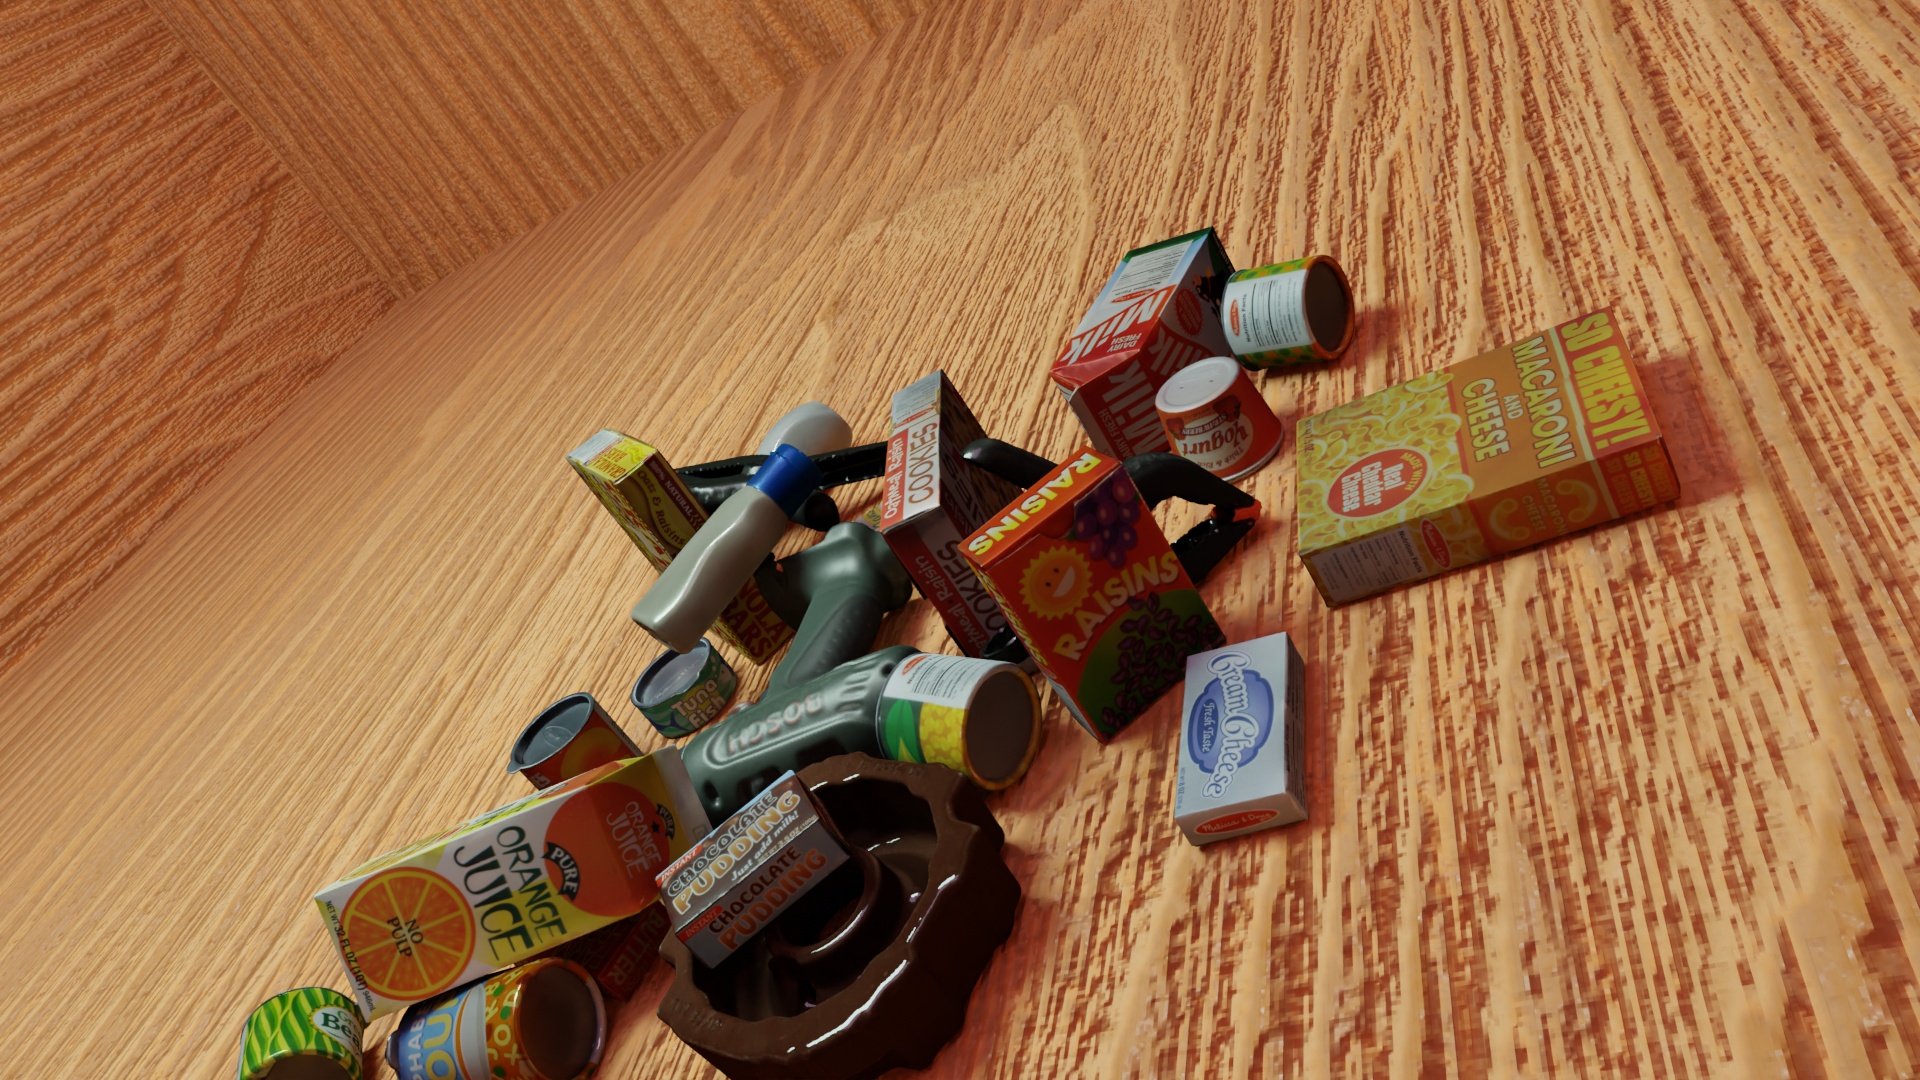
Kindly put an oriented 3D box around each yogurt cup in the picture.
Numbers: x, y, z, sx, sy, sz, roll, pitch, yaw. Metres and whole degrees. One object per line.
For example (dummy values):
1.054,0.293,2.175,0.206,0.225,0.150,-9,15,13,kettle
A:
0.152,-0.073,0.833,0.072,0.053,0.073,-25,28,15,yogurt cup

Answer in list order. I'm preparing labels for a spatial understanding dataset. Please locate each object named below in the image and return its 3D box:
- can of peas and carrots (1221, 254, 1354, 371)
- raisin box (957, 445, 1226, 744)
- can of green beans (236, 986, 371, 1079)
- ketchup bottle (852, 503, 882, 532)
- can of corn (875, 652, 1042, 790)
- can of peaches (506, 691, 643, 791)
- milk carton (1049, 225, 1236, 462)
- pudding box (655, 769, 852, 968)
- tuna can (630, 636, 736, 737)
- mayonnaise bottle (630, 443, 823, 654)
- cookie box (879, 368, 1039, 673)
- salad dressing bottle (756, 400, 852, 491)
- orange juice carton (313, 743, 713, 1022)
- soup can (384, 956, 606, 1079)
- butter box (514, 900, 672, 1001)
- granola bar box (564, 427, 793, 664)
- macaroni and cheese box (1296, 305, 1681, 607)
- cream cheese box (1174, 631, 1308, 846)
0.208,-0.143,0.874,0.058,0.070,0.071,-3,40,44,can of peas and carrots
0.066,0.027,0.689,0.086,0.123,0.040,-38,27,-8,raisin box
-0.377,0.300,0.794,0.071,0.071,0.058,-38,28,-7,can of green beans
-0.052,0.001,0.946,0.149,0.043,0.065,-32,23,5,ketchup bottle
0.001,0.095,0.715,0.058,0.071,0.071,2,44,41,can of corn
-0.254,0.145,0.918,0.071,0.058,0.071,-26,29,16,can of peaches
0.123,-0.123,0.925,0.073,0.072,0.191,-9,35,40,milk carton
-0.097,0.152,0.647,0.084,0.030,0.050,-38,29,-6,pudding box
-0.187,0.100,0.944,0.071,0.032,0.071,-26,28,15,tuna can
-0.147,0.004,0.889,0.148,0.041,0.065,-52,25,-15,mayonnaise bottle
0.003,-0.010,0.818,0.040,0.122,0.168,-26,28,16,cookie box
-0.148,-0.044,1.108,0.148,0.064,0.044,-51,32,-15,salad dressing bottle
-0.227,0.175,0.736,0.193,0.071,0.073,-22,2,-2,orange juice carton
-0.236,0.254,0.710,0.083,0.071,0.072,-21,30,23,soup can
-0.208,0.223,0.779,0.103,0.024,0.053,-5,38,43,butter box
-0.195,0.001,0.969,0.039,0.165,0.124,-42,28,-16,granola bar box
0.253,-0.042,0.689,0.166,0.040,0.124,-20,30,26,macaroni and cheese box
0.128,0.089,0.632,0.053,0.024,0.104,-18,31,25,cream cheese box
